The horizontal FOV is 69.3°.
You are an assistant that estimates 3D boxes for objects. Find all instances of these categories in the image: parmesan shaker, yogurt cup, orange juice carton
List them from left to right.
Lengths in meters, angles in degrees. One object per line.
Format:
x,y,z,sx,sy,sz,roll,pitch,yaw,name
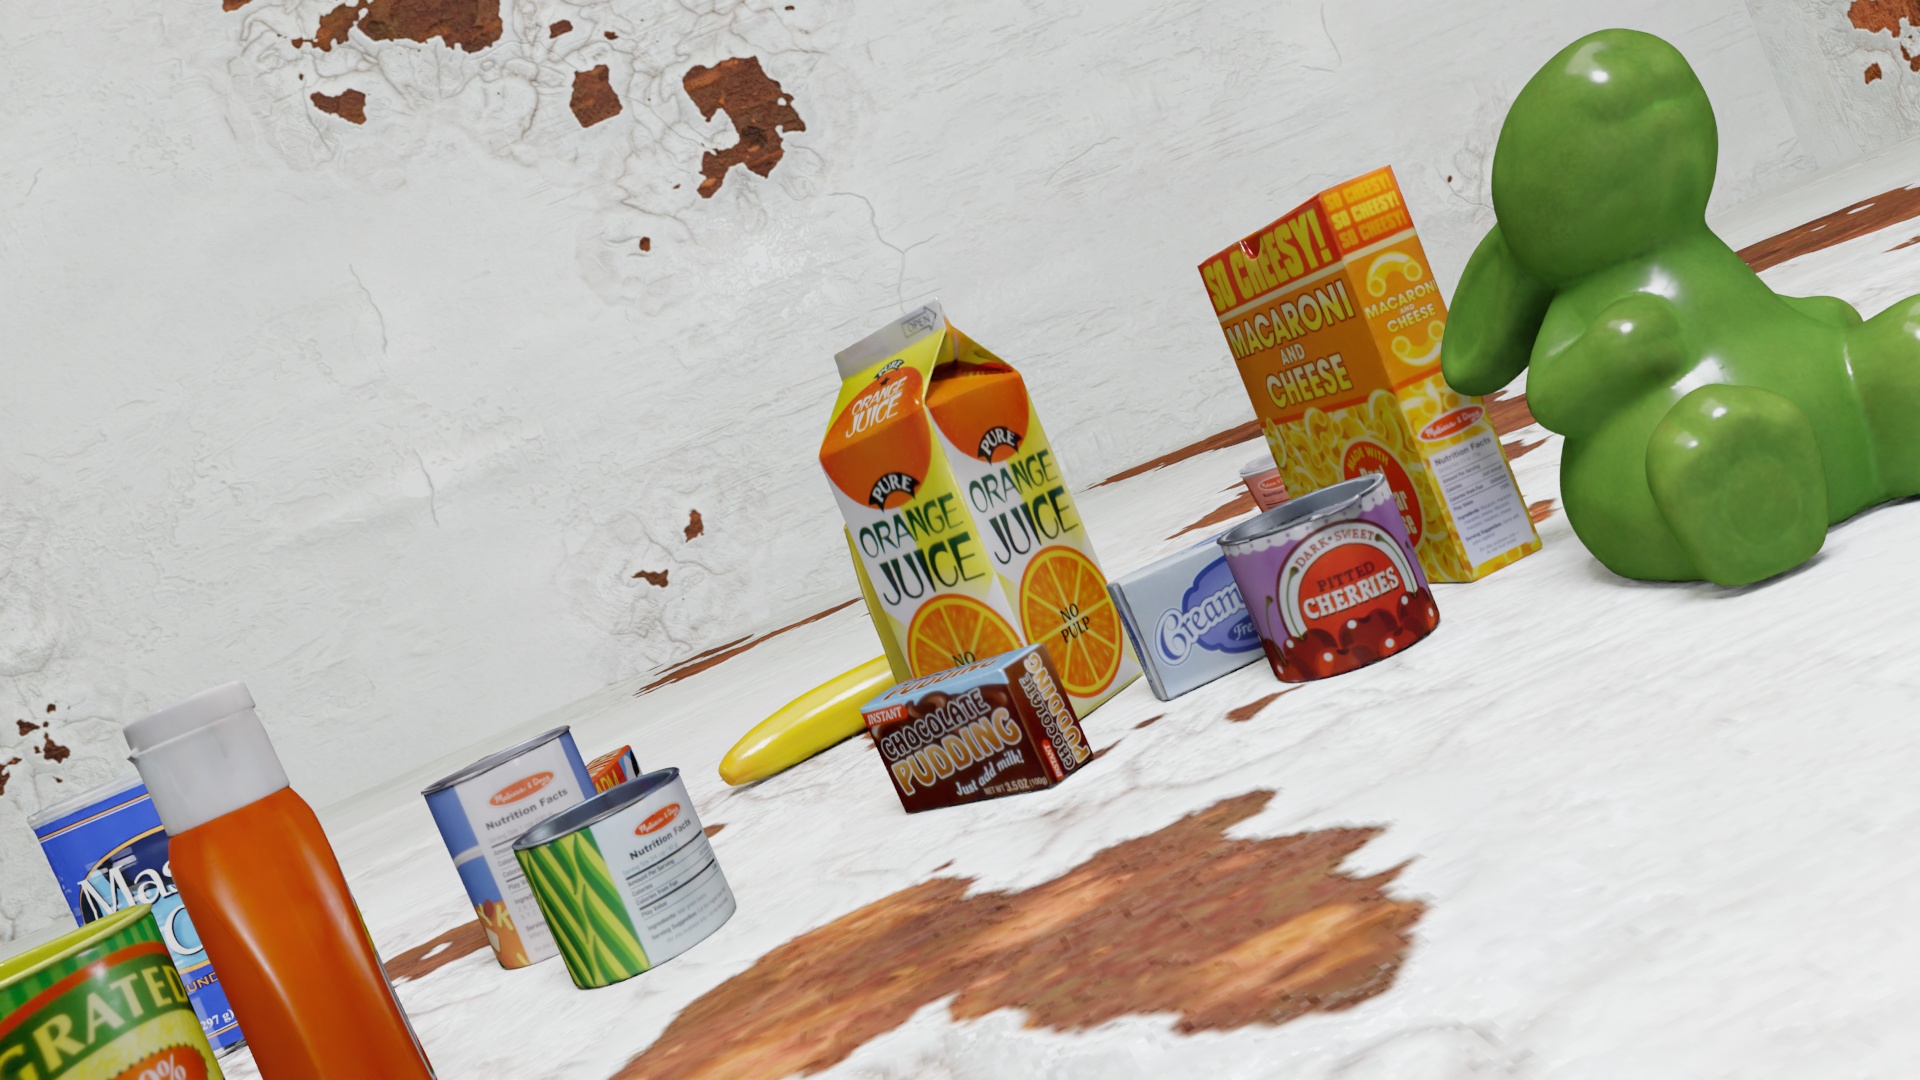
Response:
-0.190,0.141,0.305,0.071,0.103,0.071,-23,3,1,parmesan shaker
0.002,-0.008,0.627,0.071,0.192,0.073,-21,4,42,orange juice carton
0.205,-0.029,0.817,0.072,0.054,0.072,-23,3,1,yogurt cup

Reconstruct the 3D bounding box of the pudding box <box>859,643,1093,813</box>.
0.005,0.074,0.541,0.083,0.049,0.030,-20,4,43,pudding box

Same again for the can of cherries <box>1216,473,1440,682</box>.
0.138,0.014,0.519,0.071,0.058,0.071,-23,3,1,can of cherries

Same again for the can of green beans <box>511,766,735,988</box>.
-0.125,0.125,0.521,0.071,0.058,0.071,-23,3,1,can of green beans

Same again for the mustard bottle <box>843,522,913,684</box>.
-0.024,0.016,0.711,0.048,0.160,0.065,-22,3,24,mustard bottle

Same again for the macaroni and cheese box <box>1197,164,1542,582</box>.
0.172,-0.064,0.607,0.040,0.166,0.123,-24,3,-13,macaroni and cheese box

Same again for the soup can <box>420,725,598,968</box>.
-0.185,0.132,0.604,0.071,0.083,0.071,-23,3,1,soup can

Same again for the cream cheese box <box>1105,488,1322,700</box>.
0.118,0.022,0.578,0.104,0.053,0.024,-23,3,-7,cream cheese box

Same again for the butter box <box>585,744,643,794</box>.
-0.175,0.139,0.691,0.024,0.053,0.103,-23,3,0,butter box

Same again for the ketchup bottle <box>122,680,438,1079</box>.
-0.215,0.119,0.437,0.044,0.148,0.064,-25,3,-40,ketchup bottle
